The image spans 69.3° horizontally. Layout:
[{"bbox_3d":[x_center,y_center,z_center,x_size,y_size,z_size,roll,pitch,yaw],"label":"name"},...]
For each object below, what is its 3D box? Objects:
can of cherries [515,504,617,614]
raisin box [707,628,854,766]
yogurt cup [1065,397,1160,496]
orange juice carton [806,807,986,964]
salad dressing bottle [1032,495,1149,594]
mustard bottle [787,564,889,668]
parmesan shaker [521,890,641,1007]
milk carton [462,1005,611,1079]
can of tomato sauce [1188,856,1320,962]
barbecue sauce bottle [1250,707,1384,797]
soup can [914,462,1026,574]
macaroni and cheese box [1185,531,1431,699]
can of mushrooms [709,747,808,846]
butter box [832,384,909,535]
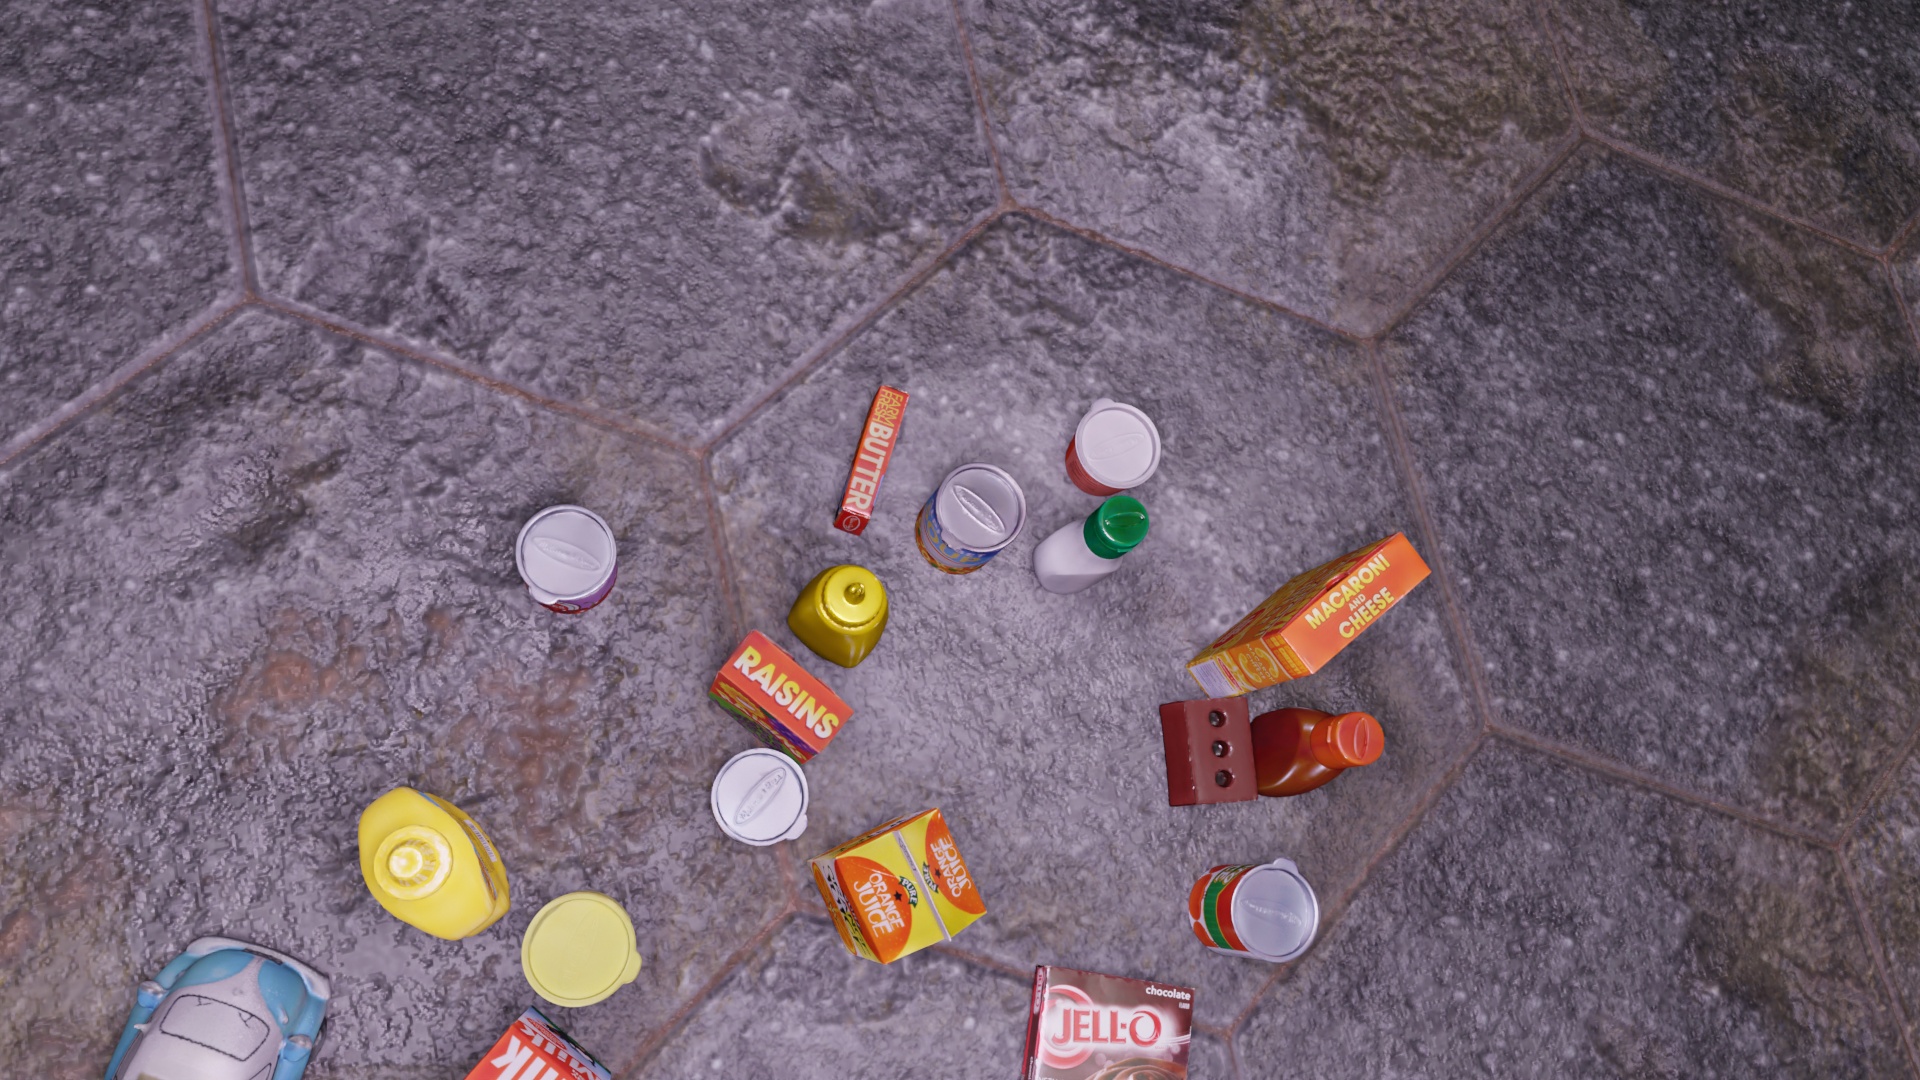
[{"bbox_3d":[-0.272,0.016,0.959,0.071,0.058,0.071,3,76,-13],"label":"can of cherries"},{"bbox_3d":[-0.123,0.109,0.936,0.086,0.123,0.040,40,71,-1],"label":"raisin box"},{"bbox_3d":[0.114,-0.067,1.074,0.072,0.053,0.072,3,75,-13],"label":"yogurt cup"},{"bbox_3d":[-0.041,0.221,0.890,0.073,0.192,0.072,-23,83,-17],"label":"orange juice carton"},{"bbox_3d":[0.095,0.004,1.002,0.064,0.147,0.044,-5,78,-14],"label":"salad dressing bottle"},{"bbox_3d":[-0.078,0.047,0.943,0.065,0.159,0.049,35,71,-3],"label":"mustard bottle"},{"bbox_3d":[-0.238,0.258,0.881,0.071,0.102,0.071,3,76,-13],"label":"parmesan shaker"},{"bbox_3d":[-0.257,0.330,0.812,0.072,0.190,0.074,41,71,-1],"label":"milk carton"},{"bbox_3d":[0.209,0.264,0.996,0.071,0.083,0.071,3,76,-13],"label":"can of tomato sauce"},{"bbox_3d":[0.251,0.149,1.001,0.044,0.148,0.065,14,74,-10],"label":"barbecue sauce bottle"},{"bbox_3d":[0.004,-0.013,1.018,0.071,0.083,0.071,3,76,-13],"label":"soup can"},{"bbox_3d":[0.248,0.059,1.014,0.124,0.166,0.040,-36,87,-19],"label":"macaroni and cheese box"},{"bbox_3d":[-0.138,0.180,0.962,0.071,0.033,0.071,3,75,-13],"label":"can of mushrooms"},{"bbox_3d":[-0.067,-0.060,1.030,0.024,0.053,0.104,19,73,-8],"label":"butter box"}]
